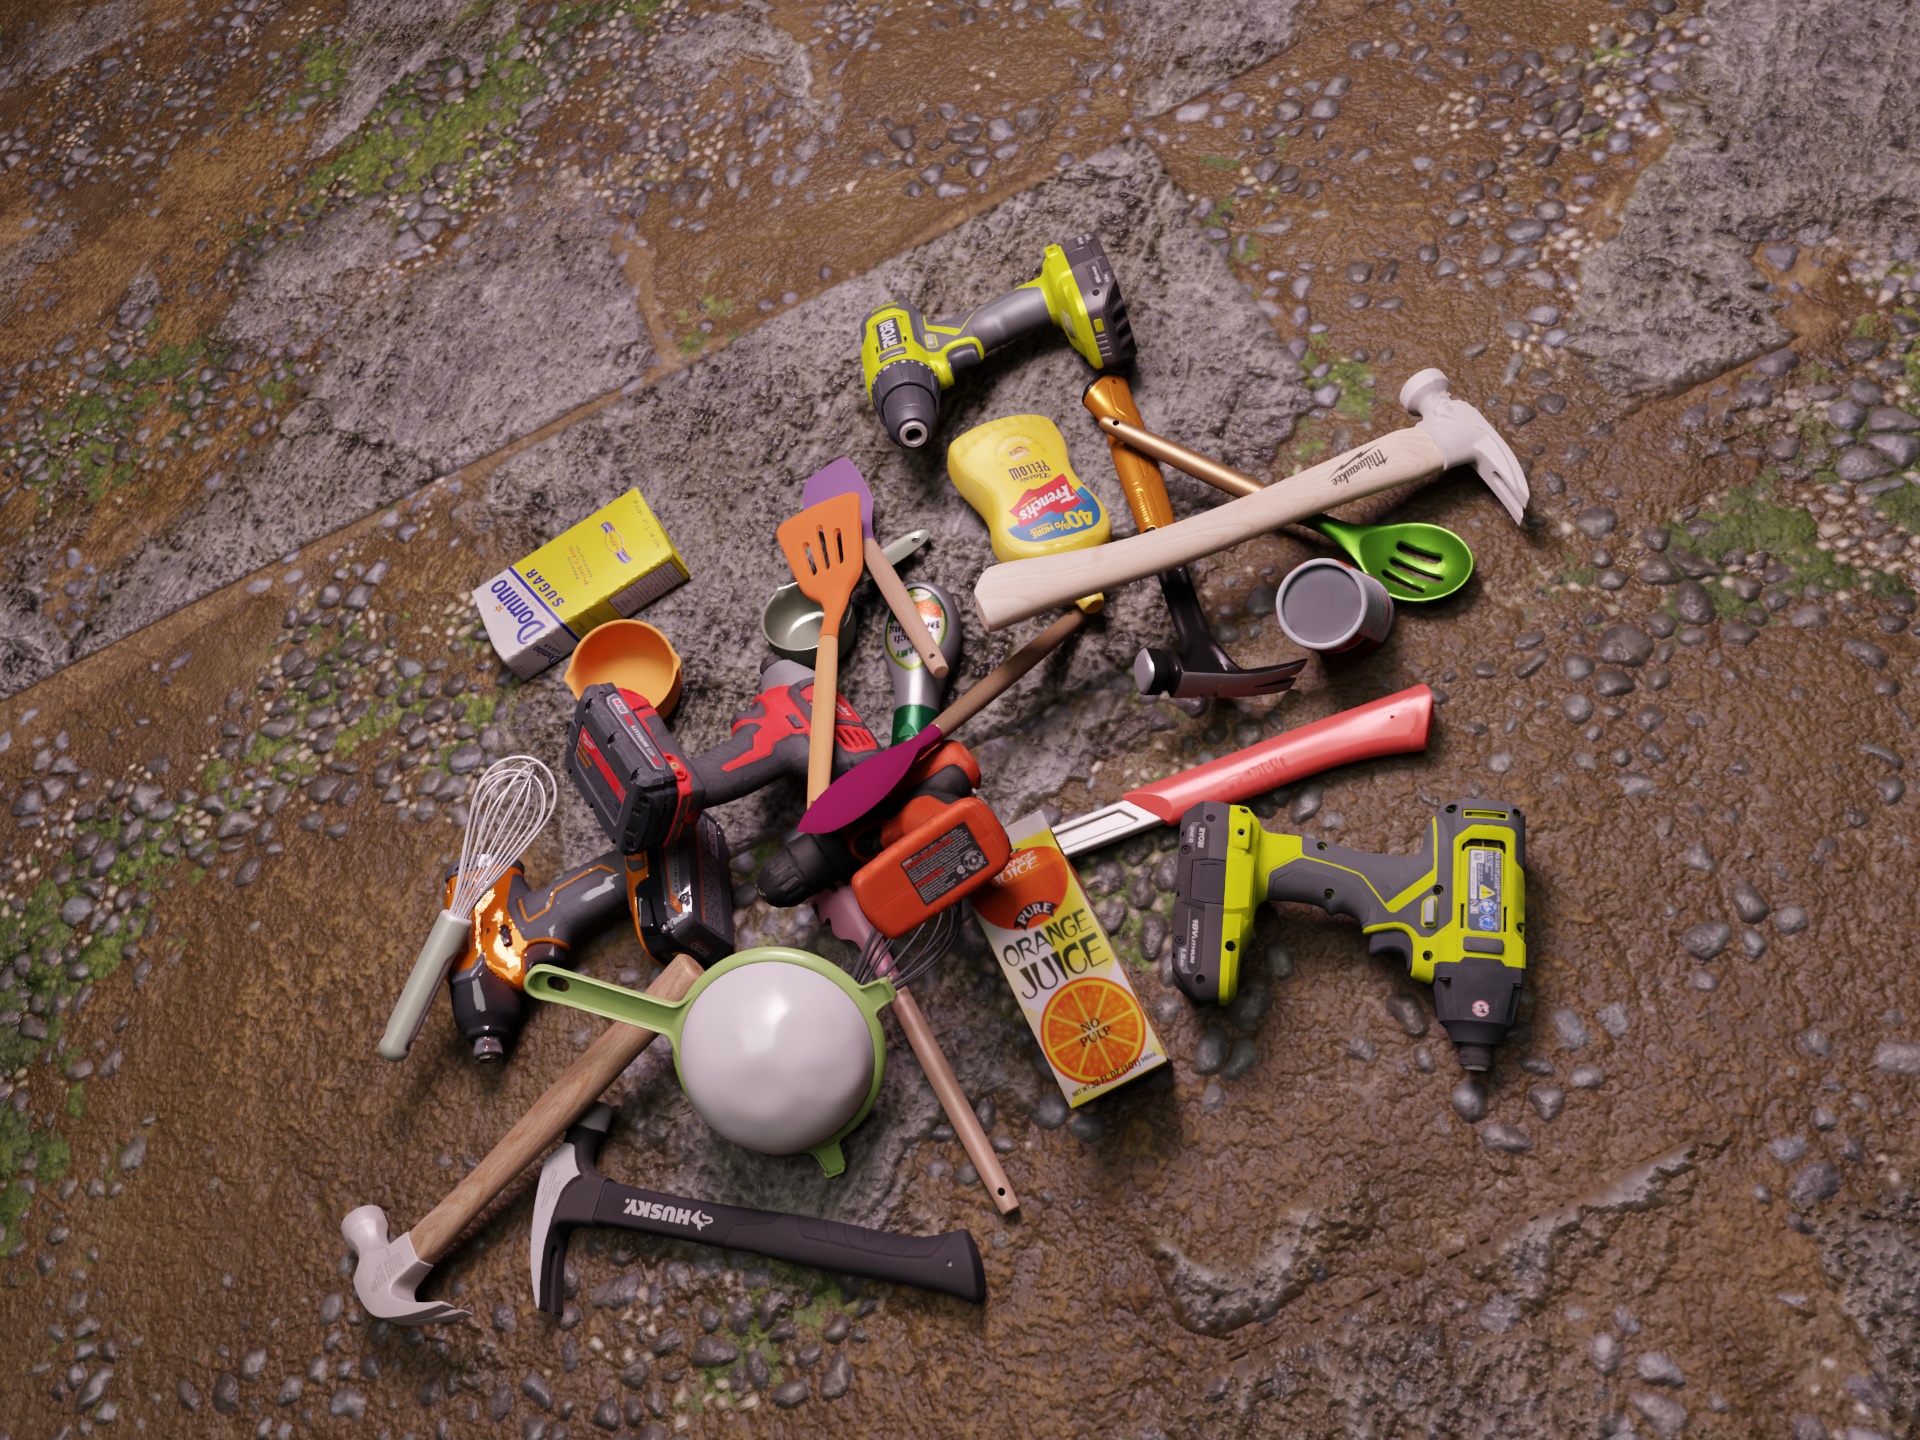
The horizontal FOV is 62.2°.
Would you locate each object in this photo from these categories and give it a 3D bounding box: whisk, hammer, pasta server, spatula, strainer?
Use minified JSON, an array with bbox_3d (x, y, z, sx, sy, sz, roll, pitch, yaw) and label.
[{"bbox_3d":[-0.078,0.203,1.116,0.055,0.055,0.239,44,100,31],"label":"whisk"},{"bbox_3d":[-0.143,0.355,1.087,0.335,0.035,0.146,4,63,19],"label":"hammer"},{"bbox_3d":[-0.036,0.210,1.138,0.060,0.040,0.316,-31,62,0],"label":"pasta server"},{"bbox_3d":[0.167,0.045,1.155,0.359,0.036,0.149,-21,59,6],"label":"hammer"},{"bbox_3d":[0.209,-0.141,1.171,0.410,0.038,0.146,-21,56,-7],"label":"hammer"},{"bbox_3d":[0.162,-0.154,1.248,0.127,0.034,0.337,-1,52,-16],"label":"hammer"},{"bbox_3d":[-0.108,-0.049,1.218,0.081,0.041,0.323,-21,43,20],"label":"spatula"},{"bbox_3d":[-0.070,-0.128,1.294,0.060,0.018,0.316,-33,43,2],"label":"spatula"},{"bbox_3d":[-0.372,0.140,1.188,0.059,0.058,0.246,25,85,-3],"label":"whisk"},{"bbox_3d":[-0.178,0.218,1.070,0.256,0.069,0.151,17,102,1],"label":"strainer"},{"bbox_3d":[-0.303,0.296,1.134,0.331,0.031,0.130,-45,47,-1],"label":"hammer"}]

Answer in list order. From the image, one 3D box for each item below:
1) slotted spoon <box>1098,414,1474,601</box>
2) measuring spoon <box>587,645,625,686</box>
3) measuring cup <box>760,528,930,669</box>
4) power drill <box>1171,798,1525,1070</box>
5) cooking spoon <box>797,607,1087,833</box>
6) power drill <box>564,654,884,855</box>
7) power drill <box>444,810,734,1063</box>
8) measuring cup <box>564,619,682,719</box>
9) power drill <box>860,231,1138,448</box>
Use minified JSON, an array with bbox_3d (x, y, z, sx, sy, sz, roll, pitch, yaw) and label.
[{"bbox_3d":[0.244,-0.170,1.226,0.314,0.031,0.070,29,73,19],"label":"slotted spoon"},{"bbox_3d":[-0.312,-0.010,1.350,0.042,0.021,0.129,6,73,4],"label":"measuring spoon"},{"bbox_3d":[-0.088,-0.102,1.319,0.167,0.038,0.083,-37,55,-18],"label":"measuring cup"},{"bbox_3d":[0.254,0.135,1.045,0.223,0.080,0.171,3,75,11],"label":"power drill"},{"bbox_3d":[-0.002,-0.004,1.164,0.069,0.017,0.319,-2,29,46],"label":"cooking spoon"},{"bbox_3d":[-0.176,0.015,1.200,0.219,0.078,0.143,-13,51,-38],"label":"power drill"},{"bbox_3d":[-0.291,0.162,1.213,0.226,0.084,0.164,-17,59,13],"label":"power drill"},{"bbox_3d":[-0.268,0.006,1.306,0.095,0.052,0.174,-9,74,-3],"label":"measuring cup"},{"bbox_3d":[0.027,-0.316,1.347,0.228,0.080,0.191,-19,40,7],"label":"power drill"}]
